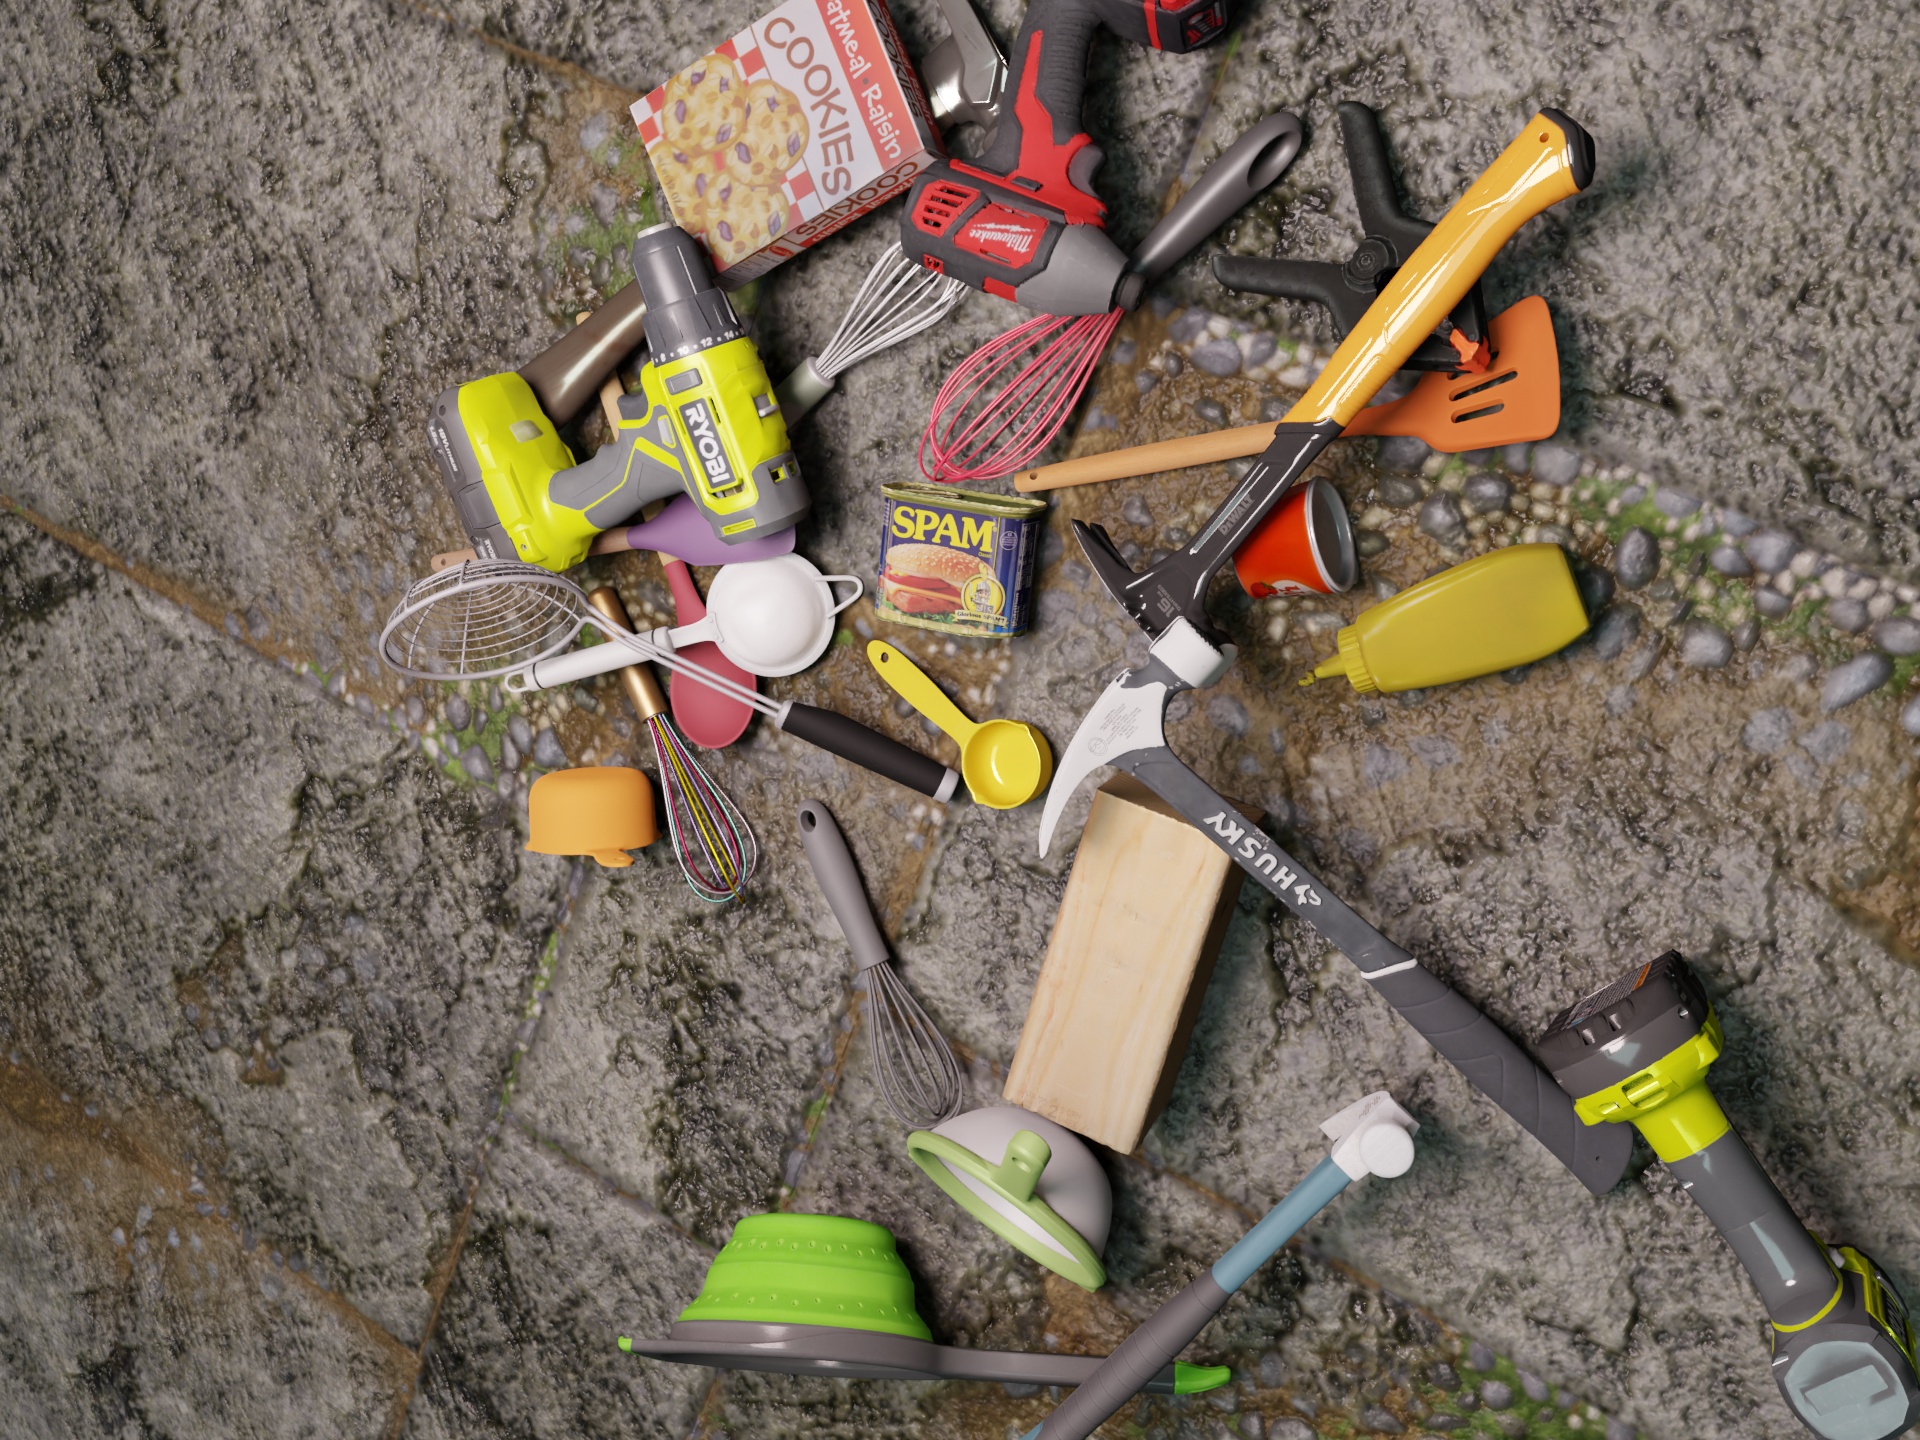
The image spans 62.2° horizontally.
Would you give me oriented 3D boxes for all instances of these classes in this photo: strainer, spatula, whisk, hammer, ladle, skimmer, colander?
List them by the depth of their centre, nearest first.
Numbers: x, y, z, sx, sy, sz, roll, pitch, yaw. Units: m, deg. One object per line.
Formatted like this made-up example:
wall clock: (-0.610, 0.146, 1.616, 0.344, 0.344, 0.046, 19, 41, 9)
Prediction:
hammer: (0.197, -0.179, 0.846, 0.336, 0.034, 0.127, -50, 60, 25)
hammer: (0.220, 0.129, 0.884, 0.409, 0.036, 0.149, 41, 102, -7)
spatula: (0.176, -0.168, 0.917, 0.322, 0.041, 0.081, -7, 76, 25)
whisk: (0.084, -0.244, 0.937, 0.296, 0.073, 0.073, -42, 82, 18)
hammer: (0.146, 0.340, 0.943, 0.033, 0.128, 0.331, 45, 101, 11)
strainer: (0.046, 0.266, 0.968, 0.151, 0.256, 0.069, 33, 67, 13)
skimmer: (-0.179, -0.006, 1.010, 0.363, 0.090, 0.127, 25, 150, -5)
whisk: (-0.083, -0.227, 1.017, 0.246, 0.057, 0.059, -37, 49, 28)
hammer: (-0.149, -0.319, 1.022, 0.410, 0.038, 0.146, -29, 85, 21)
strainer: (-0.190, -0.053, 1.060, 0.258, 0.050, 0.087, -14, 102, 14)
colander: (-0.021, 0.388, 1.063, 0.397, 0.204, 0.095, 1, 64, 7)
whisk: (-0.060, 0.164, 1.072, 0.055, 0.055, 0.239, -26, 84, 24)
spatula: (-0.245, -0.125, 1.091, 0.316, 0.018, 0.060, -4, 89, 28)
ladle: (-0.208, -0.132, 1.094, 0.069, 0.031, 0.315, -20, 89, 20)
whisk: (-0.205, 0.018, 1.112, 0.051, 0.047, 0.245, -29, 82, 26)

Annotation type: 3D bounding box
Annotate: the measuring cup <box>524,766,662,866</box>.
measuring cup: (-0.243, 0.064, 1.074, 0.095, 0.174, 0.052, -4, 95, -21)

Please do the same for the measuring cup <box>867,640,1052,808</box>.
measuring cup: (-0.002, -0.003, 1.034, 0.157, 0.029, 0.062, 42, 112, 24)

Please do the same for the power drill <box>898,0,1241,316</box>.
power drill: (0.070, -0.336, 0.886, 0.143, 0.078, 0.219, 25, 95, 12)

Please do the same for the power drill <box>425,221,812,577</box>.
power drill: (-0.220, -0.189, 1.001, 0.228, 0.080, 0.190, -12, 106, 28)

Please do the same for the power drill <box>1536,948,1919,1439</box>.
power drill: (0.405, 0.238, 0.827, 0.080, 0.171, 0.223, -38, 75, 24)
